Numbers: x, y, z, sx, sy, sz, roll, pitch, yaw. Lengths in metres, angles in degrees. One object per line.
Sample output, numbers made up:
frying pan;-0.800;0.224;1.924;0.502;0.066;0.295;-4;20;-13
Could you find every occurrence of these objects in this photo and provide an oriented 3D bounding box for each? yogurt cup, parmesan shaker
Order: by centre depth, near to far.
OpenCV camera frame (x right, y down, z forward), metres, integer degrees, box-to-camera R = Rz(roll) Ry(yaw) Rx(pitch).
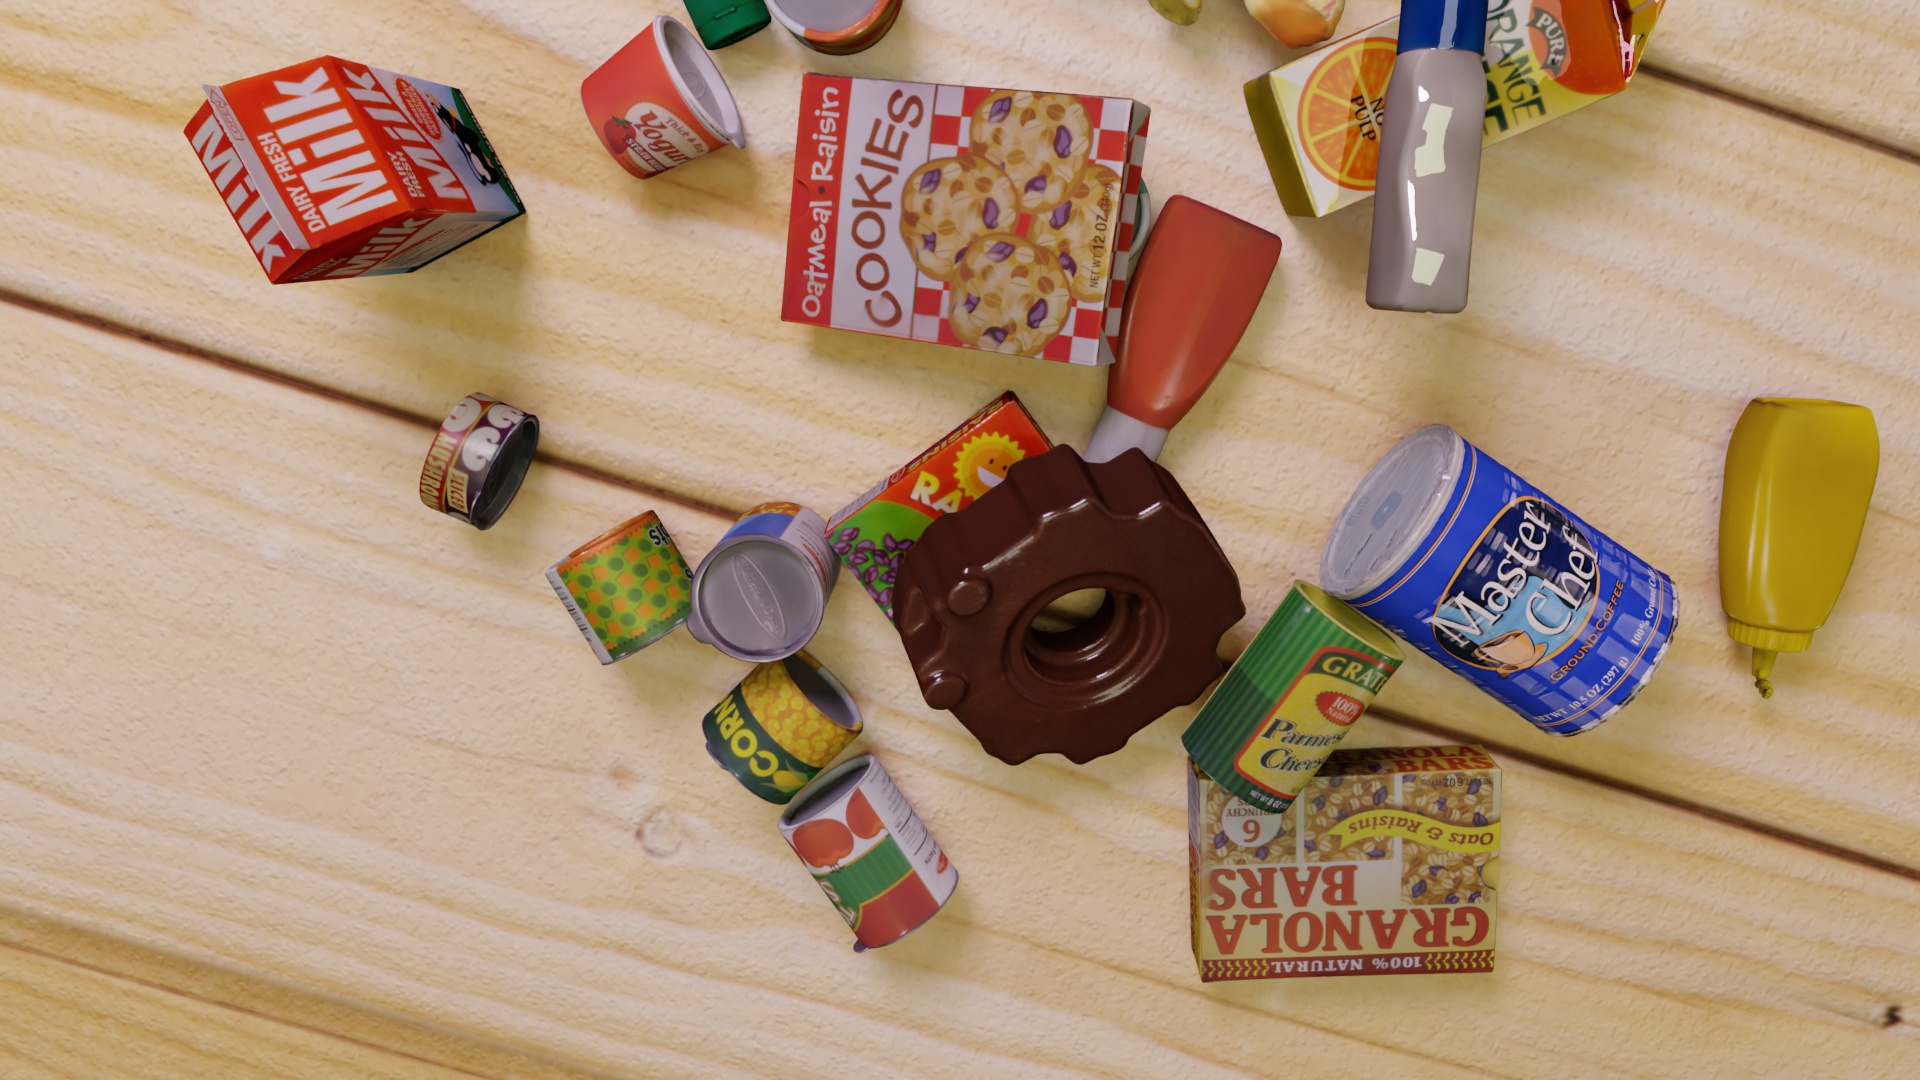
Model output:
yogurt cup;-0.148;-0.214;0.681;0.054;0.072;0.072;-26;101;15
parmesan shaker;0.171;0.081;0.712;0.071;0.071;0.103;31;105;-6

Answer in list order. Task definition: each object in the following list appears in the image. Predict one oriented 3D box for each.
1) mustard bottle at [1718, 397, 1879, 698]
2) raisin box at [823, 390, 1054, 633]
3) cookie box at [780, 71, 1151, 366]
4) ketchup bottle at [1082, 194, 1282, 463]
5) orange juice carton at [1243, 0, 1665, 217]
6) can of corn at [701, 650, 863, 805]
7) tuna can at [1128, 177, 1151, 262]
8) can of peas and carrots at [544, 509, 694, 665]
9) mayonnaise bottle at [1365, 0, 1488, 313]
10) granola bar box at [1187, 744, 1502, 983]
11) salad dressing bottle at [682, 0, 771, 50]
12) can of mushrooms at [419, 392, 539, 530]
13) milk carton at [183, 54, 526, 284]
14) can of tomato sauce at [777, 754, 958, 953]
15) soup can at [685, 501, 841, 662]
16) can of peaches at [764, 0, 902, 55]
mustard bottle;0.431;0.006;0.729;0.065;0.049;0.159;4;104;1
raisin box;0.003;-0.009;0.737;0.123;0.040;0.086;-35;100;9
cookie box;-0.001;-0.157;0.677;0.167;0.040;0.122;11;103;18
ketchup bottle;0.106;-0.097;0.713;0.065;0.043;0.148;22;103;-5
orange juice carton;0.242;-0.226;0.667;0.192;0.072;0.073;-22;102;6
can of corn;-0.096;0.098;0.747;0.058;0.071;0.071;-44;99;9
tuna can;0.060;-0.167;0.703;0.071;0.033;0.071;0;103;0
can of peas and carrots;-0.174;0.023;0.734;0.071;0.071;0.058;-29;101;7
mayonnaise bottle;0.207;-0.175;0.611;0.041;0.065;0.147;3;101;2
granola bar box;0.213;0.181;0.777;0.166;0.039;0.124;-3;103;2
salad dressing bottle;-0.139;-0.313;0.668;0.064;0.044;0.147;-23;103;6
can of mushrooms;-0.249;-0.040;0.718;0.033;0.071;0.071;25;102;-3
milk carton;-0.274;-0.165;0.628;0.073;0.191;0.072;-26;102;7
can of tomato sauce;-0.053;0.171;0.765;0.071;0.071;0.083;-32;100;8
soup can;-0.101;0.020;0.722;0.071;0.084;0.071;0;103;1
can of peaches;-0.060;-0.272;0.668;0.071;0.058;0.071;0;103;2
